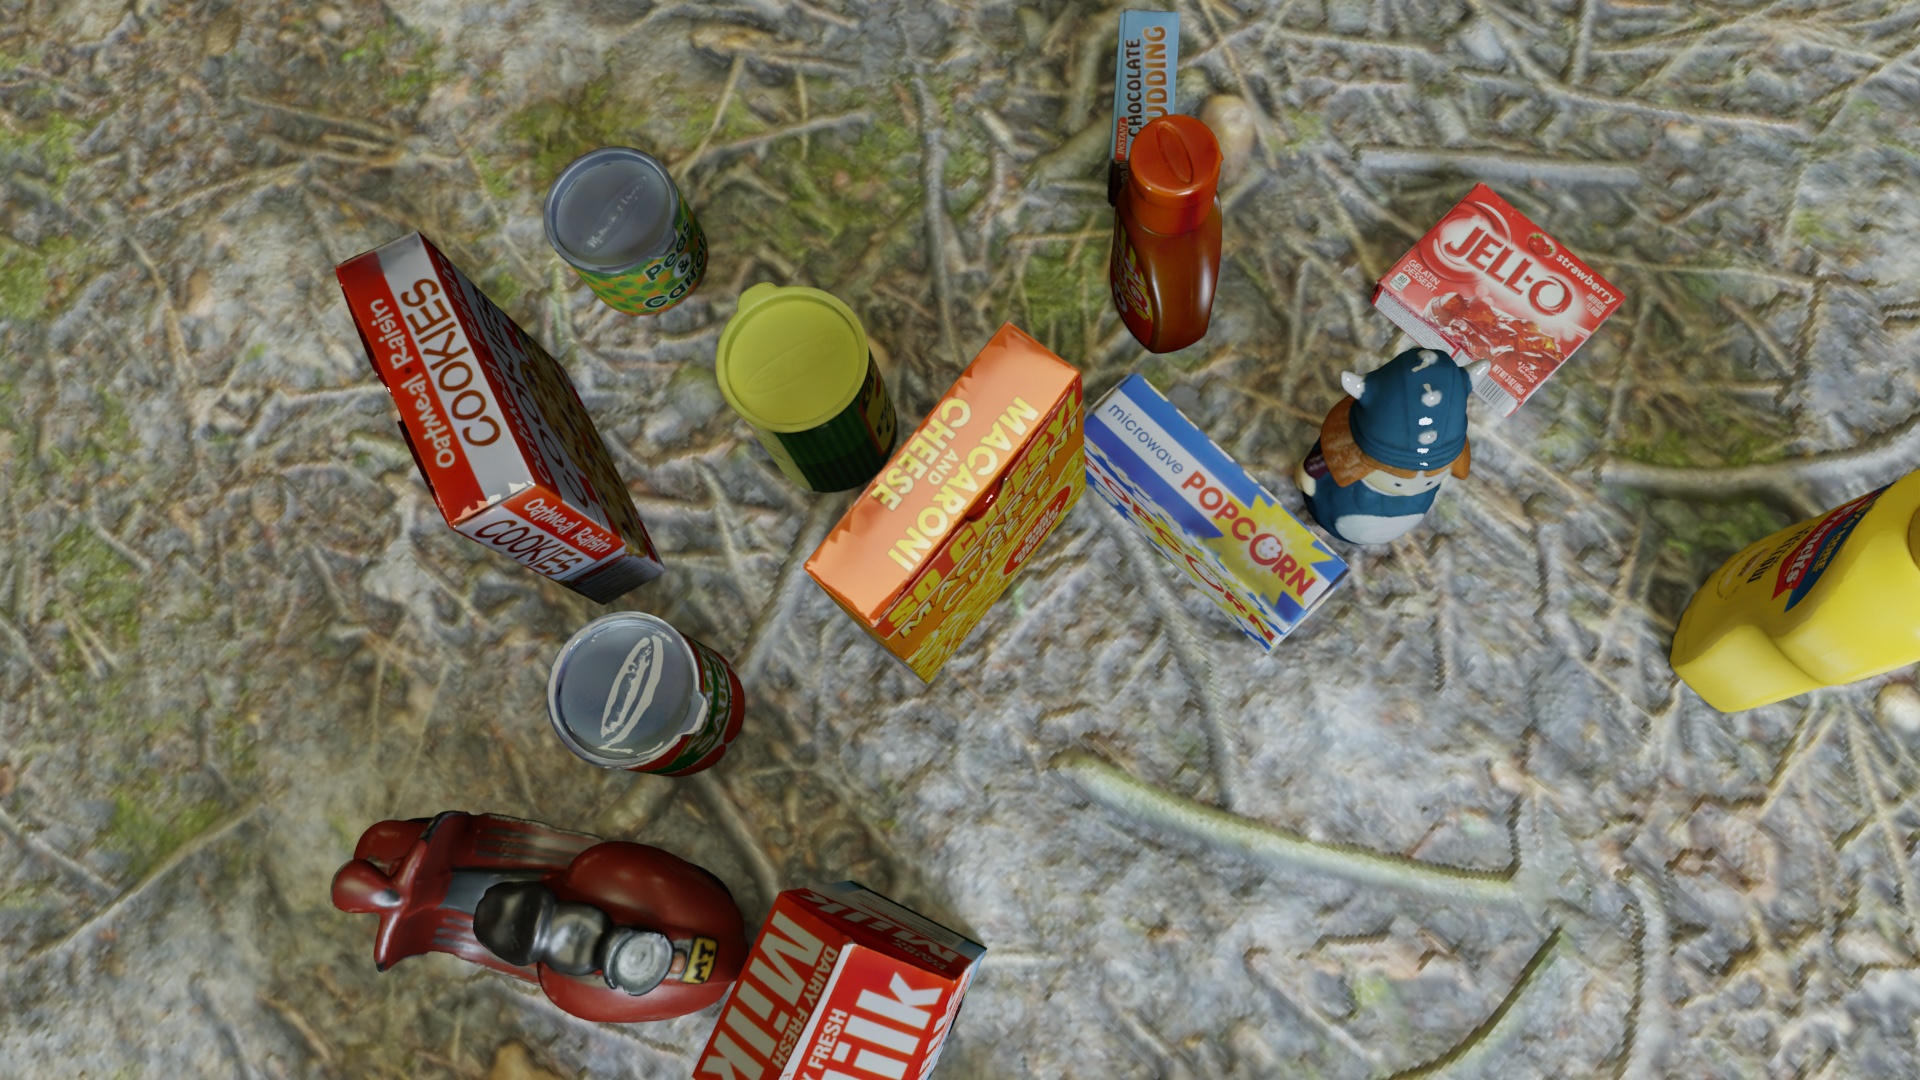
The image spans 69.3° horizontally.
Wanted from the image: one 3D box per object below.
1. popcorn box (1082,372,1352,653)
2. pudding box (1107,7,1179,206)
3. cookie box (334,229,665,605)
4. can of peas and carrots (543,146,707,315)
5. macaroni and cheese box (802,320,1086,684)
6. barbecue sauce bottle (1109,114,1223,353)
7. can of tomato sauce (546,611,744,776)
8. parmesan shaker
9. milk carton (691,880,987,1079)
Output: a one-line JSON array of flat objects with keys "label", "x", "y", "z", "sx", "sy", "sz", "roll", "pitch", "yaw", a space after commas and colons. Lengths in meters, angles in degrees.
[{"label": "popcorn box", "x": 0.109, "y": -0.010, "z": 0.620, "sx": 0.038, "sy": 0.085, "sz": 0.127, "roll": -44, "pitch": 77, "yaw": -5}, {"label": "pudding box", "x": 0.090, "y": -0.214, "z": 0.688, "sx": 0.030, "sy": 0.049, "sz": 0.084, "roll": 4, "pitch": 77, "yaw": 6}, {"label": "cookie box", "x": -0.197, "y": -0.046, "z": 0.613, "sx": 0.040, "sy": 0.167, "sz": 0.123, "roll": -29, "pitch": 76, "yaw": -2}, {"label": "can of peas and carrots", "x": -0.163, "y": -0.151, "z": 0.691, "sx": 0.071, "sy": 0.058, "sz": 0.071, "roll": -1, "pitch": 77, "yaw": 5}, {"label": "macaroni and cheese box", "x": 0.002, "y": -0.007, "z": 0.587, "sx": 0.040, "sy": 0.166, "sz": 0.124, "roll": 38, "pitch": 83, "yaw": 12}, {"label": "barbecue sauce bottle", "x": 0.092, "y": -0.137, "z": 0.619, "sx": 0.044, "sy": 0.148, "sz": 0.065, "roll": -21, "pitch": 76, "yaw": 0}, {"label": "can of tomato sauce", "x": -0.136, "y": 0.071, "z": 0.623, "sx": 0.071, "sy": 0.083, "sz": 0.071, "roll": -1, "pitch": 77, "yaw": 5}, {"label": "parmesan shaker", "x": -0.068, "y": -0.069, "z": 0.640, "sx": 0.071, "sy": 0.103, "sz": 0.071, "roll": -1, "pitch": 77, "yaw": 5}, {"label": "milk carton", "x": -0.043, "y": 0.181, "z": 0.534, "sx": 0.073, "sy": 0.190, "sz": 0.072, "roll": 24, "pitch": 81, "yaw": 10}]
